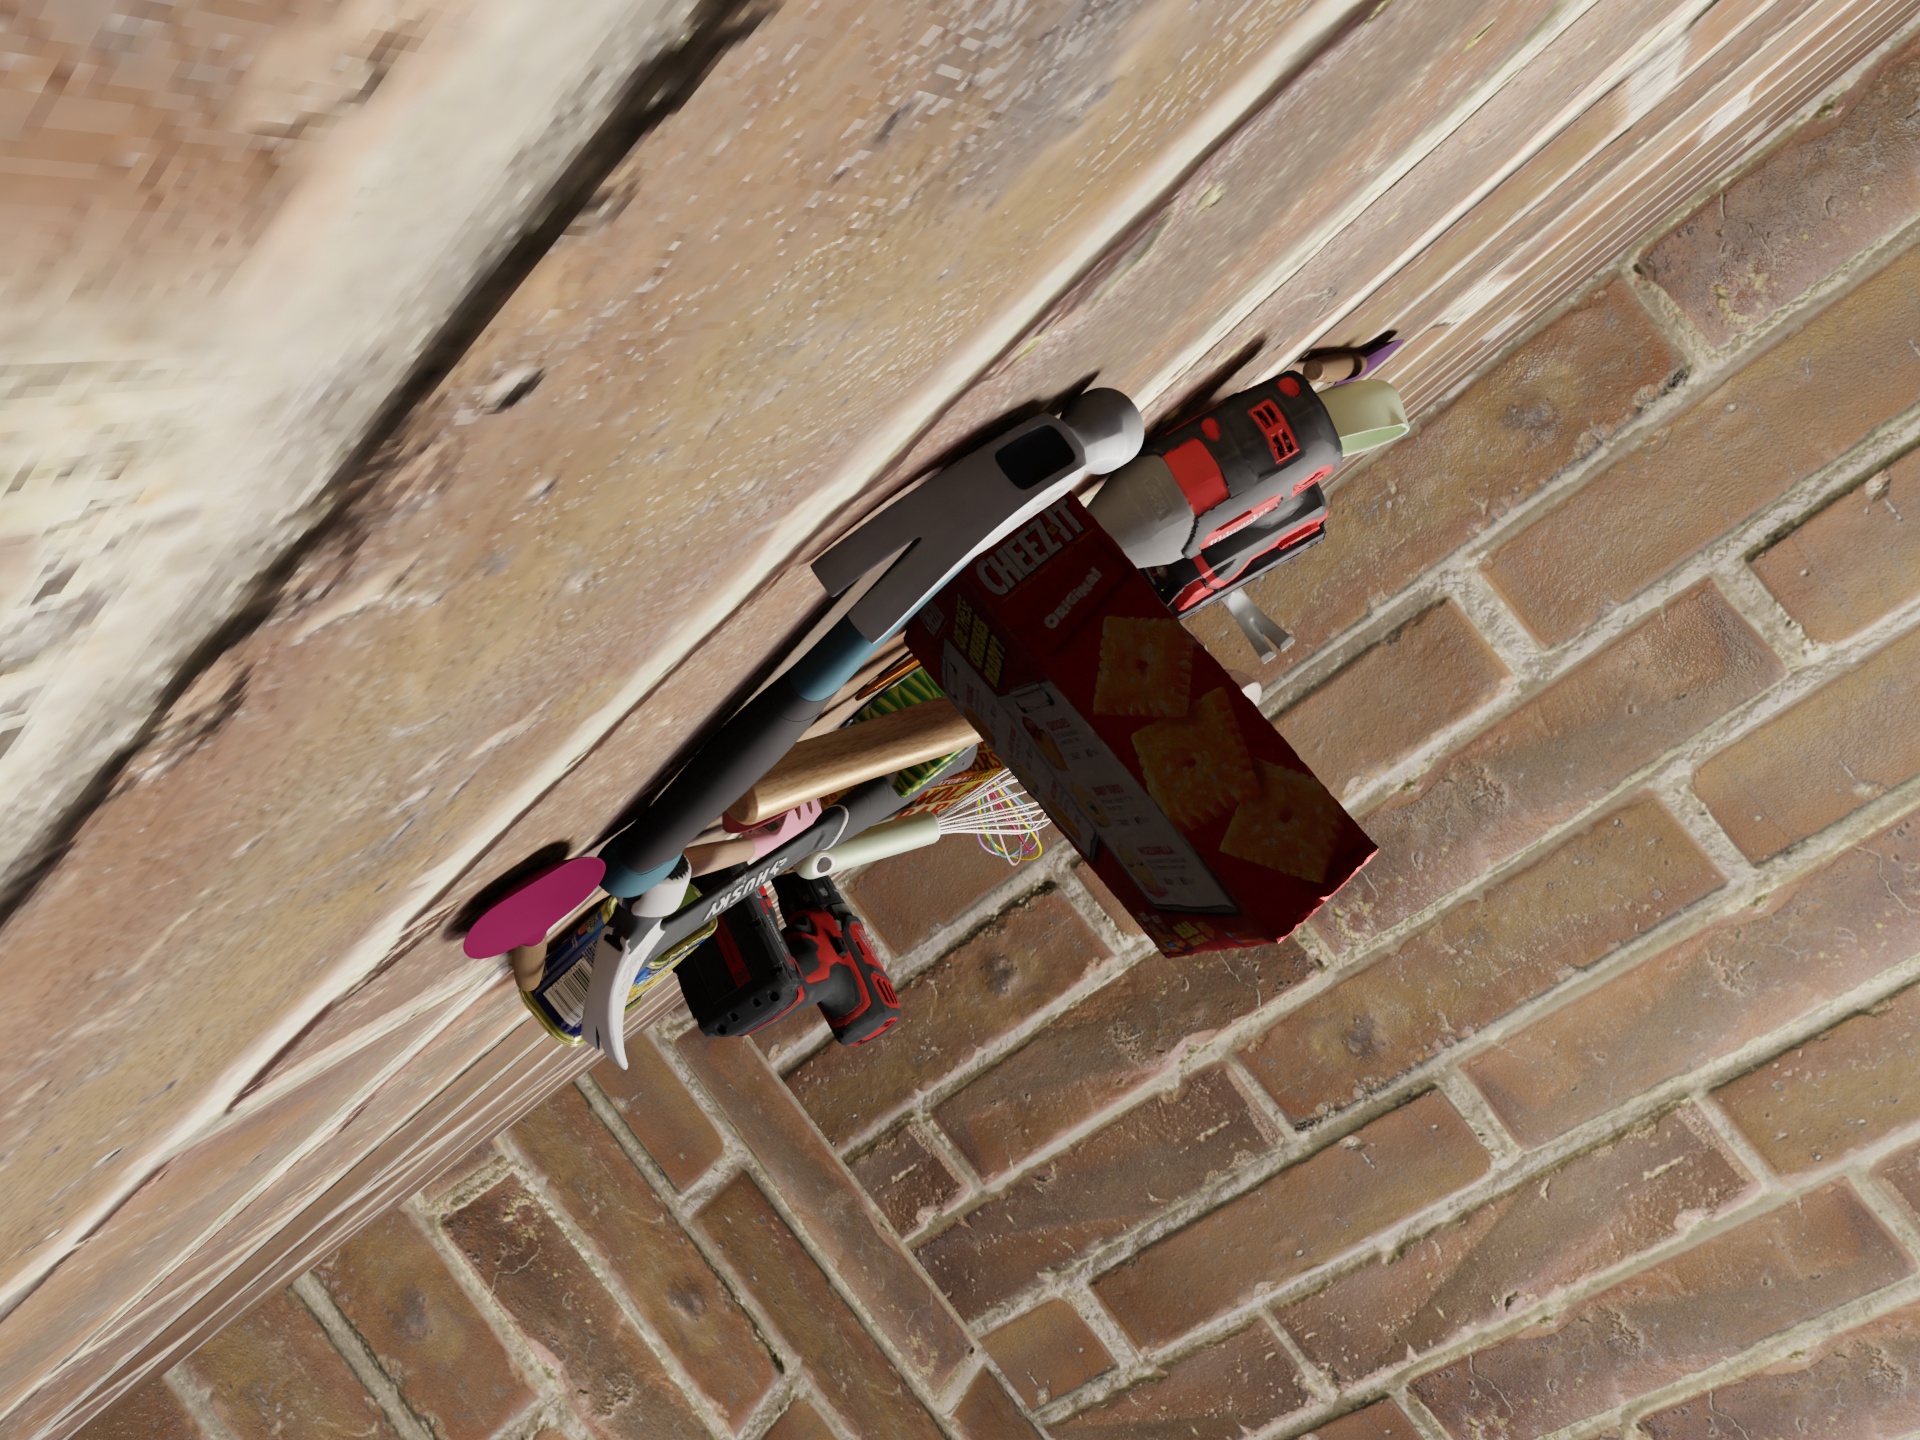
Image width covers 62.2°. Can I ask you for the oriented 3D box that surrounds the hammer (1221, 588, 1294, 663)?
[{"bbox_3d":[0.209,-0.127,1.278,0.035,0.144,0.405,-39,170,8],"label":"hammer"}]

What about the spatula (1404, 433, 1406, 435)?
[{"bbox_3d":[0.250,-0.206,1.153,0.082,0.044,0.317,-8,-170,29],"label":"spatula"}]

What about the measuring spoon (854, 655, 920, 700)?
[{"bbox_3d":[-0.013,-0.047,0.897,0.117,0.011,0.021,-34,176,-2],"label":"measuring spoon"}]

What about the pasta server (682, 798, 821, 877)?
[{"bbox_3d":[-0.149,0.076,0.989,0.060,0.040,0.316,-38,172,11],"label":"pasta server"}]

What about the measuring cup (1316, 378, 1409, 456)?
[{"bbox_3d":[0.219,-0.194,1.019,0.167,0.038,0.083,-8,174,-39],"label":"measuring cup"}]

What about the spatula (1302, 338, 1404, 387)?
[{"bbox_3d":[0.261,-0.238,1.070,0.060,0.018,0.316,-35,179,24],"label":"spatula"}]

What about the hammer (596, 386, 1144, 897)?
[{"bbox_3d":[-0.063,-0.011,0.637,0.331,0.033,0.128,-41,176,43],"label":"hammer"}]

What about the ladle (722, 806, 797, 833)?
[{"bbox_3d":[-0.001,-0.003,0.916,0.315,0.031,0.069,-21,-168,-33],"label":"ladle"}]

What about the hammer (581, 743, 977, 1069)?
[{"bbox_3d":[-0.093,0.078,0.991,0.409,0.036,0.149,-31,149,-58],"label":"hammer"}]

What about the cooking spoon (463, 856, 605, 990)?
[{"bbox_3d":[-0.214,0.108,0.789,0.069,0.017,0.319,-32,174,-22],"label":"cooking spoon"}]

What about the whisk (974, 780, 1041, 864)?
[{"bbox_3d":[0.025,0.051,1.327,0.051,0.047,0.244,-40,143,-13],"label":"whisk"}]

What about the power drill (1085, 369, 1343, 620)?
[{"bbox_3d":[0.133,-0.116,0.866,0.143,0.078,0.219,-30,174,10],"label":"power drill"}]

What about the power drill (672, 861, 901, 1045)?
[{"bbox_3d":[-0.141,0.161,1.232,0.080,0.188,0.226,-34,159,13],"label":"power drill"}]

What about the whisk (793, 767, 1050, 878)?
[{"bbox_3d":[-0.016,0.076,1.187,0.246,0.057,0.059,-14,-154,-32],"label":"whisk"}]

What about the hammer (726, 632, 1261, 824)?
[{"bbox_3d":[0.011,-0.006,0.856,0.331,0.130,0.031,-18,133,-39],"label":"hammer"}]

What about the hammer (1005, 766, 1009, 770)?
[{"bbox_3d":[0.072,-0.028,1.181,0.149,0.037,0.359,-41,173,1],"label":"hammer"}]
